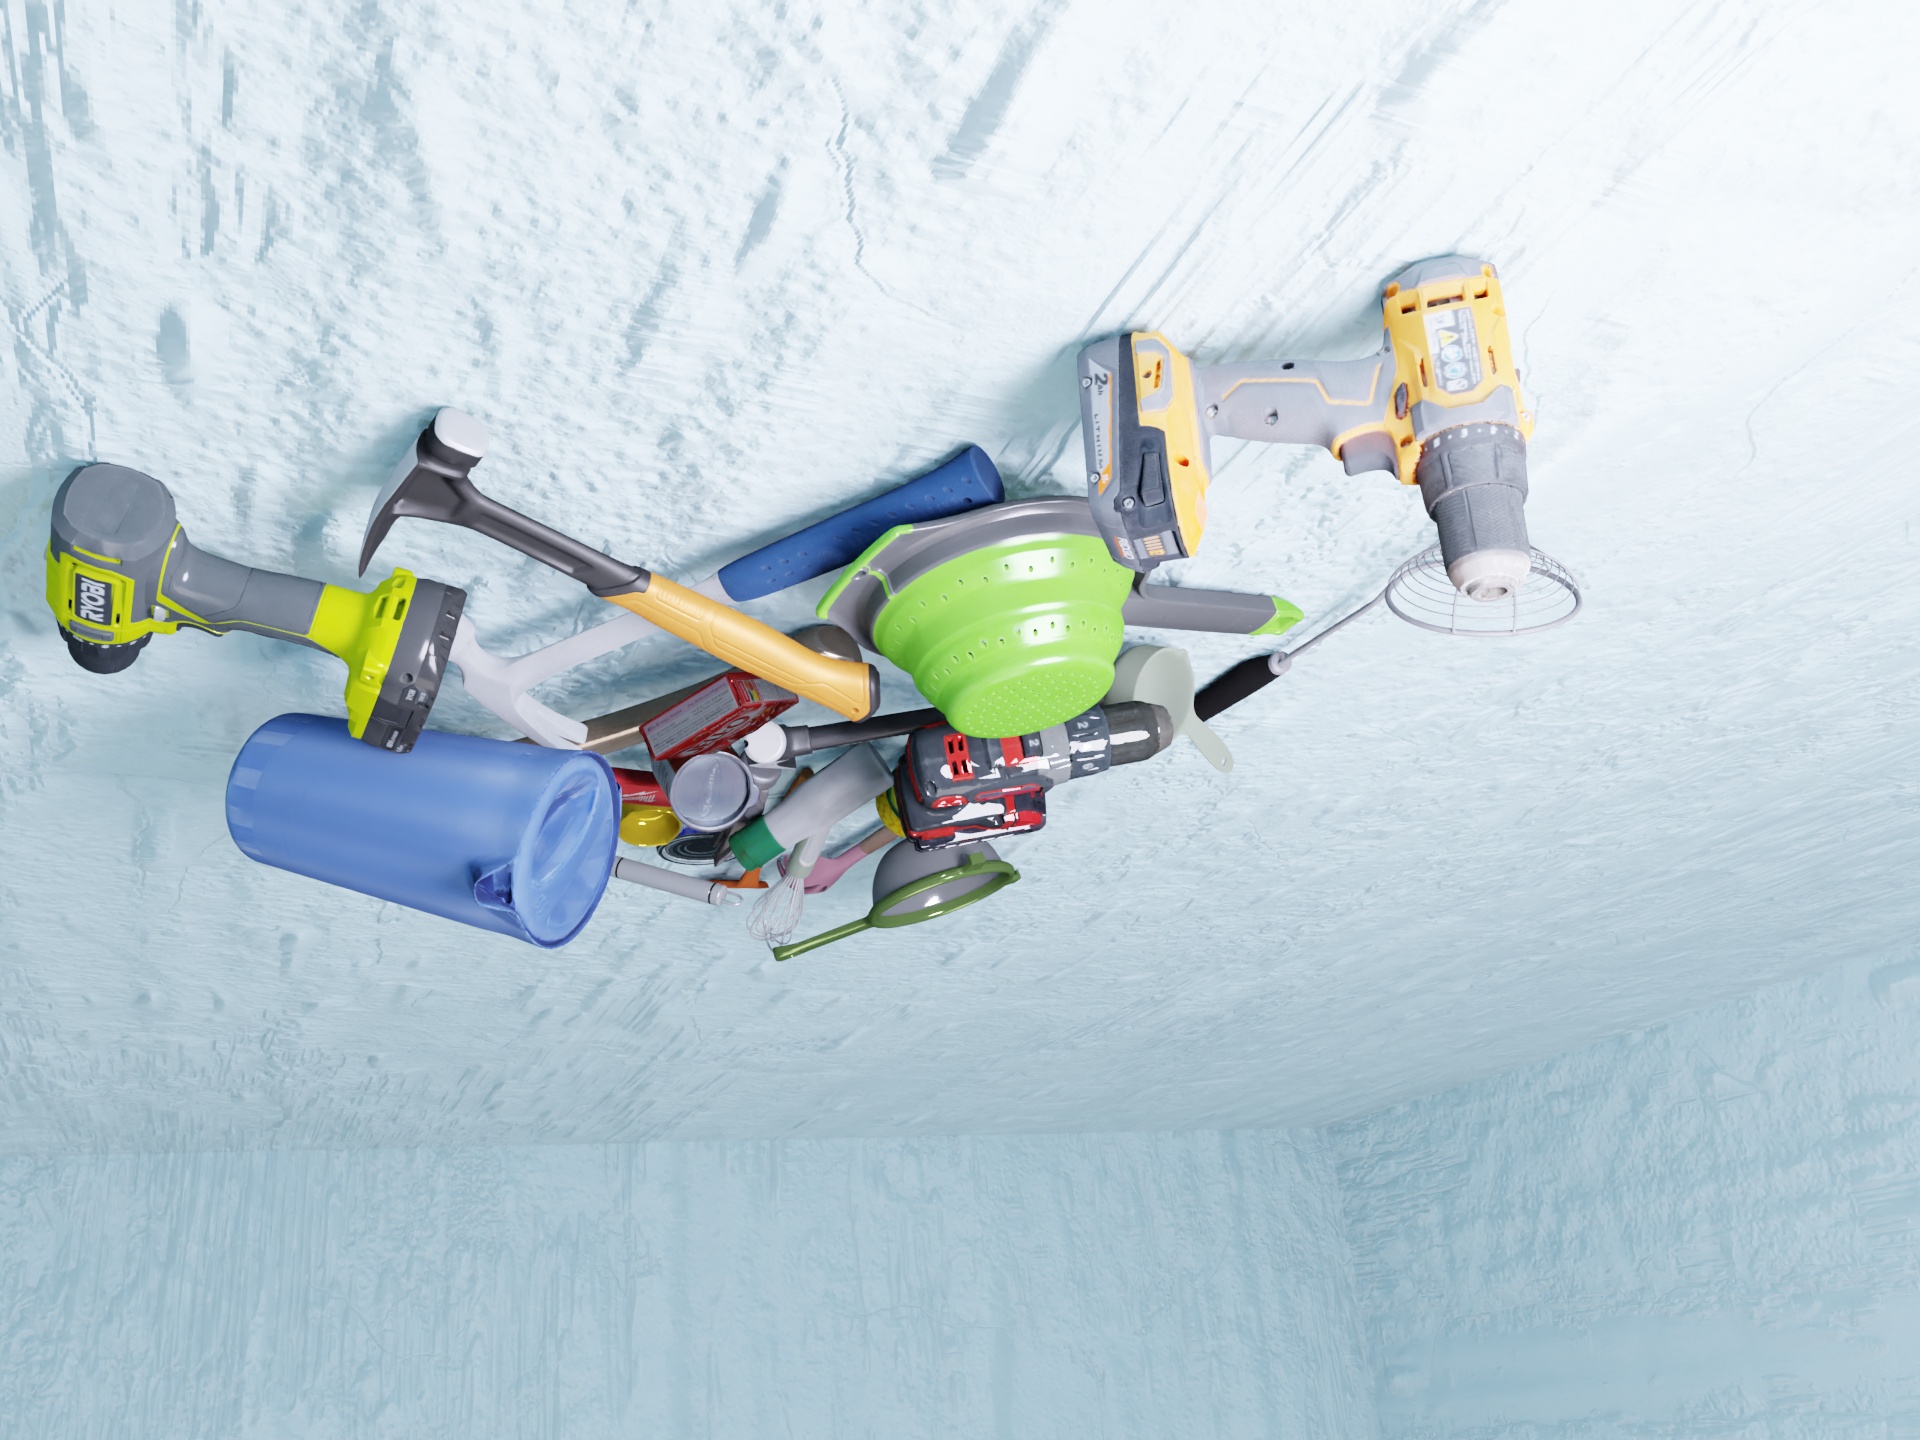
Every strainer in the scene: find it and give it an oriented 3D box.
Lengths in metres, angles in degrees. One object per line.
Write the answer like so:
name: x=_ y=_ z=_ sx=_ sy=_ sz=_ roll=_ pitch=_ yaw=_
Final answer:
strainer: x=-0.075 y=0.164 z=1.557 sx=0.256 sy=0.069 sz=0.151 roll=-22 pitch=163 yaw=11
strainer: x=-0.308 y=0.128 z=1.390 sx=0.258 sy=0.087 sz=0.050 roll=13 pitch=119 yaw=15

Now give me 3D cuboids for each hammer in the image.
hammer: x=-0.002 y=-0.004 z=1.254 sx=0.334 sy=0.035 sz=0.146 roll=-9 pitch=177 yaw=-5
hammer: x=-0.266 y=0.015 z=1.205 sx=0.410 sy=0.038 sz=0.146 roll=-17 pitch=146 yaw=10
hammer: x=-0.156 y=-0.080 z=1.035 sx=0.405 sy=0.035 sz=0.143 roll=-20 pitch=130 yaw=22
hammer: x=-0.194 y=-0.071 z=0.982 sx=0.336 sy=0.034 sz=0.127 roll=26 pitch=133 yaw=-31
hammer: x=-0.352 y=0.055 z=1.308 sx=0.386 sy=0.038 sz=0.143 roll=8 pitch=140 yaw=-25

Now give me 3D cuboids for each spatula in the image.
spatula: x=-0.190 y=0.114 z=1.531 sx=0.081 sy=0.041 sz=0.322 roll=3 pitch=151 yaw=-21

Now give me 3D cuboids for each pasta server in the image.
pasta server: x=-0.076 y=0.105 z=1.533 sx=0.060 sy=0.040 sz=0.316 roll=14 pitch=146 yaw=-37

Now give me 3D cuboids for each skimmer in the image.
skimmer: x=0.294 y=-0.042 z=1.194 sx=0.127 sy=0.090 sz=0.363 roll=-28 pitch=175 yaw=-36

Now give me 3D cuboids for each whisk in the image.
whisk: x=-0.159 y=0.148 z=1.540 sx=0.057 sy=0.059 sz=0.246 roll=-2 pitch=143 yaw=-25

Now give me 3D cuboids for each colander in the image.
colander: x=0.100 y=-0.049 z=1.068 sx=0.396 sy=0.095 sz=0.204 roll=2 pitch=152 yaw=-37

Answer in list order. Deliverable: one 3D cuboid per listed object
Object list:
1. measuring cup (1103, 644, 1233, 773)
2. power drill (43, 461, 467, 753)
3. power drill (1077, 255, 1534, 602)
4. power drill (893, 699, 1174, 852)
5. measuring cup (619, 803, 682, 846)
measuring cup: x=0.164 y=0.000 z=1.232 sx=0.038 sy=0.083 sz=0.167 roll=14 pitch=162 yaw=41
power drill: x=-0.439 y=-0.057 z=0.980 sx=0.228 sy=0.080 sz=0.190 roll=19 pitch=148 yaw=-21
power drill: x=0.183 y=-0.137 z=0.837 sx=0.226 sy=0.185 sz=0.084 roll=-8 pitch=158 yaw=14
power drill: x=0.044 y=0.035 z=1.180 sx=0.188 sy=0.080 sz=0.226 roll=-10 pitch=170 yaw=-11
measuring cup: x=-0.235 y=0.067 z=1.416 sx=0.156 sy=0.029 sz=0.062 roll=-24 pitch=142 yaw=10
